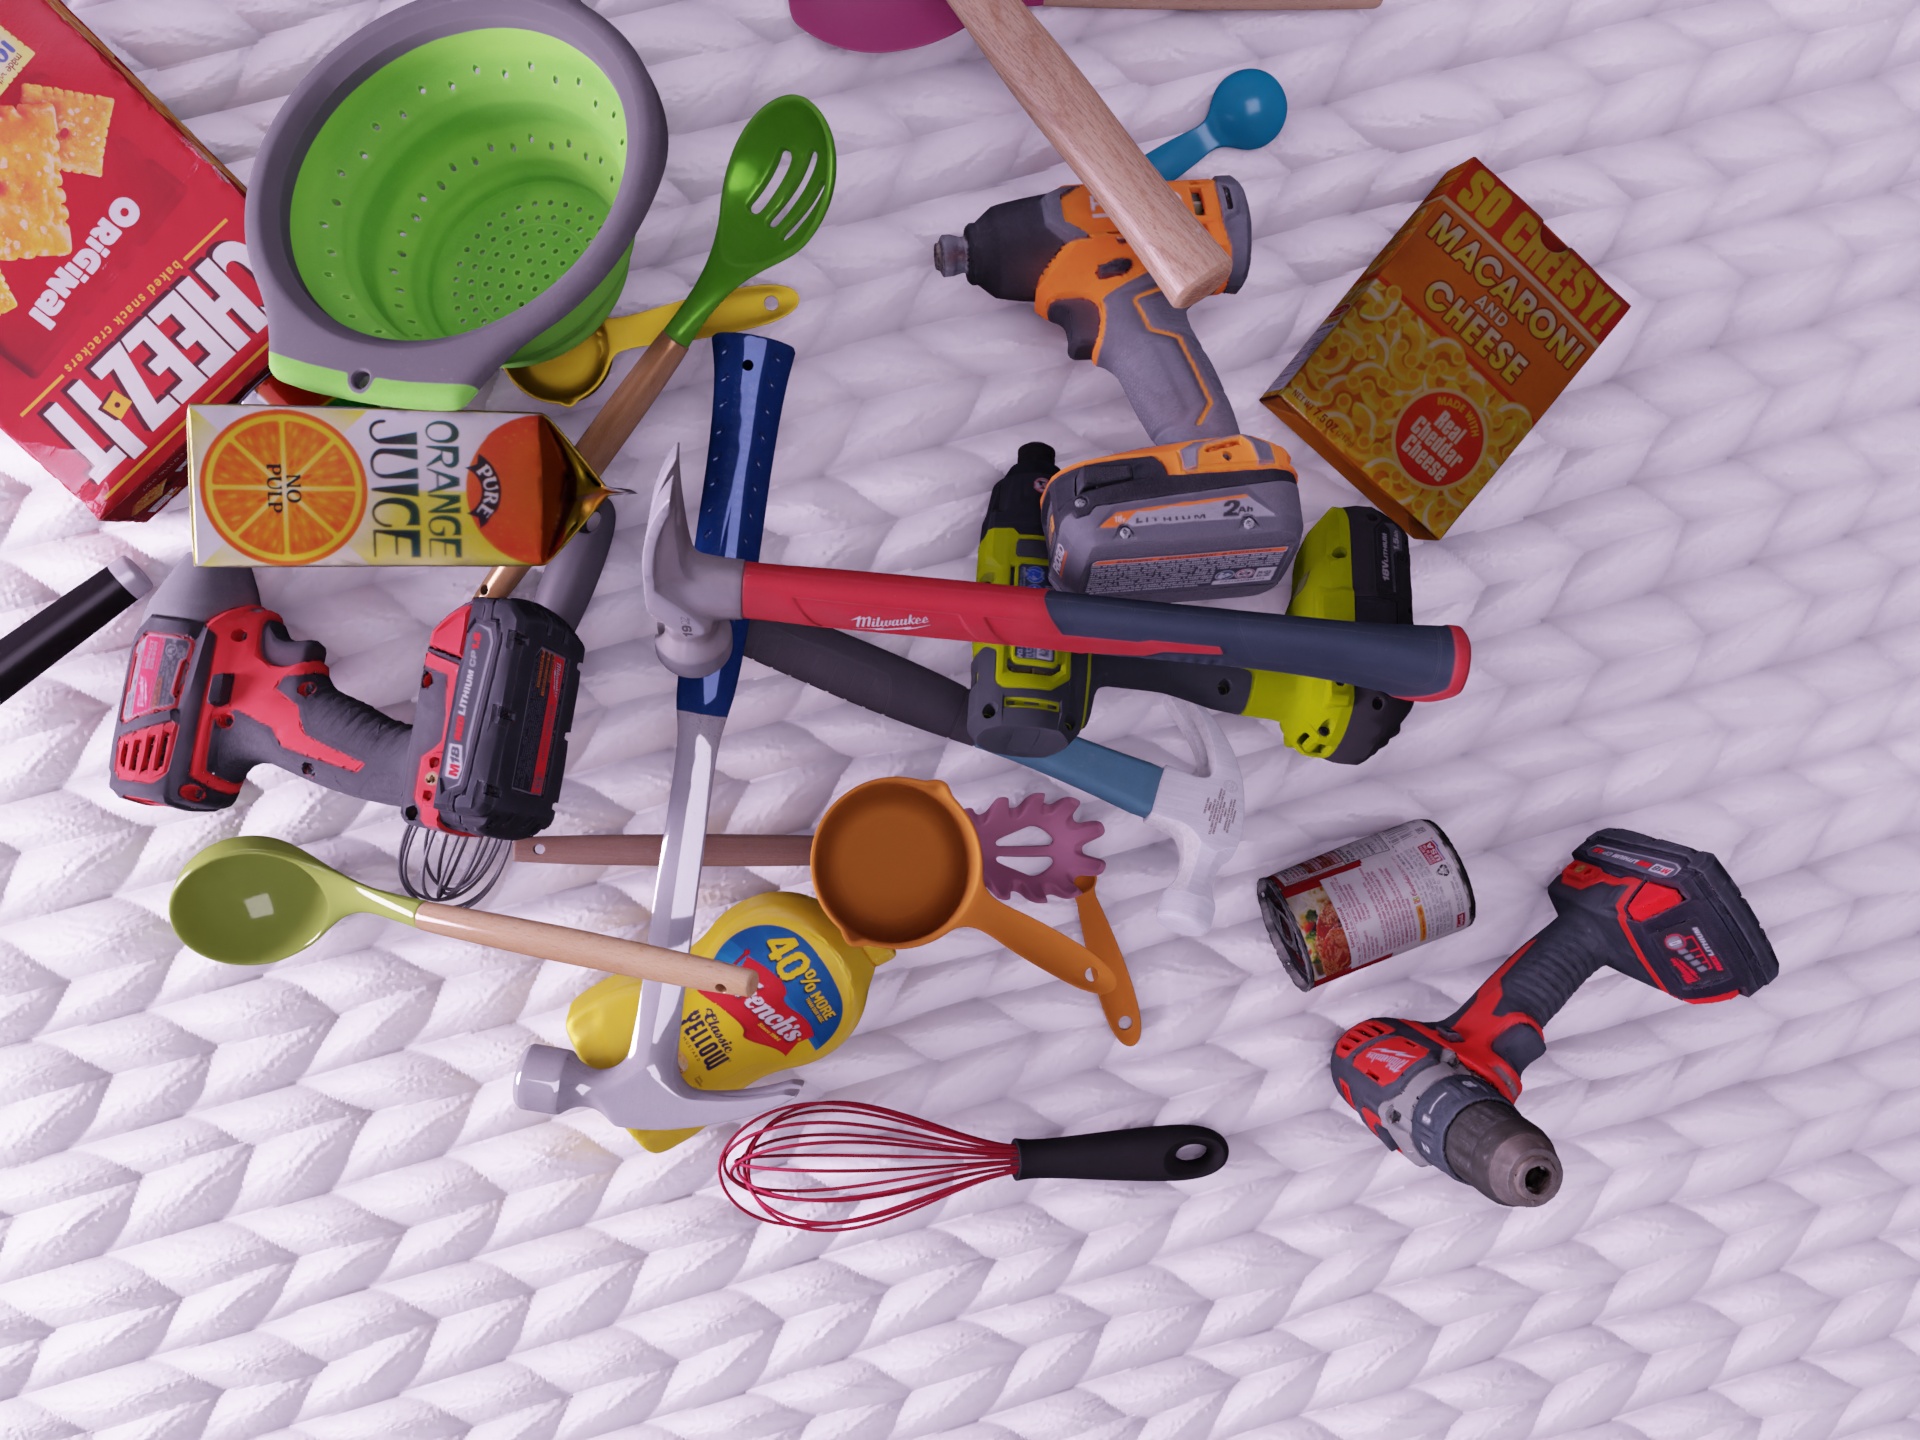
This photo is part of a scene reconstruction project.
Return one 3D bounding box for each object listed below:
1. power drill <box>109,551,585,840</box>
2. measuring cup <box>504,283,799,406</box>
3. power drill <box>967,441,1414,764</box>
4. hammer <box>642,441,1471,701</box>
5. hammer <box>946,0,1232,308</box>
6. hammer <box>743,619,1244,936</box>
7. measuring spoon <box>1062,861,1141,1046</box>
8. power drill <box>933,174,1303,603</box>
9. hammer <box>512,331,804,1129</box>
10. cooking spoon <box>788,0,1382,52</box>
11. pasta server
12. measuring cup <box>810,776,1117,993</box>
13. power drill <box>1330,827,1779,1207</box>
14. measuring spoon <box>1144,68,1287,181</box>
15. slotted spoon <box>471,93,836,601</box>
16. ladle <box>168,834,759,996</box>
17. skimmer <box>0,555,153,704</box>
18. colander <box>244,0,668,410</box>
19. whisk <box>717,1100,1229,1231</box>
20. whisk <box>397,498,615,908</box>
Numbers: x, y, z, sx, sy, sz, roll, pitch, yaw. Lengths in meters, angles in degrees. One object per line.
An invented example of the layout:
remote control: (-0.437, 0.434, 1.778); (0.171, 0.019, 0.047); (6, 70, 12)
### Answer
power drill: (-0.310, -0.017, 0.793); (0.219, 0.078, 0.143); (7, 82, 10)
measuring cup: (-0.162, -0.204, 0.834); (0.156, 0.029, 0.062); (-14, 98, -7)
power drill: (0.119, -0.061, 0.844); (0.223, 0.080, 0.171); (6, 69, -6)
hammer: (0.050, -0.054, 0.735); (0.386, 0.143, 0.038); (5, 60, -4)
hammer: (0.022, -0.339, 0.788); (0.130, 0.031, 0.331); (-35, 81, 0)
hammer: (-0.001, -0.003, 0.856); (0.331, 0.033, 0.128); (22, 67, -3)
measuring spoon: (0.082, 0.134, 0.913); (0.021, 0.011, 0.117); (-19, 102, -3)
power drill: (0.077, -0.174, 0.803); (0.164, 0.084, 0.227); (-5, 68, -5)
hammer: (-0.127, 0.008, 0.812); (0.144, 0.035, 0.405); (8, 90, 1)
cooking spoon: (0.069, -0.385, 0.841); (0.319, 0.017, 0.069); (-2, 91, -6)
pasta server: (-0.079, 0.070, 0.860); (0.316, 0.040, 0.060); (1, 81, -11)
measuring cup: (0.001, 0.096, 0.829); (0.173, 0.052, 0.095); (30, 79, -4)
power drill: (0.323, 0.163, 0.856); (0.226, 0.188, 0.080); (-36, 100, -5)
measuring spoon: (0.121, -0.306, 0.854); (0.128, 0.021, 0.042); (-34, 100, -1)
slotted spoon: (-0.159, -0.174, 0.803); (0.313, 0.031, 0.070); (-50, 65, 16)
ladle: (-0.251, 0.110, 0.788); (0.320, 0.062, 0.078); (8, 130, 19)
skimmer: (-0.565, 0.041, 0.817); (0.363, 0.090, 0.127); (-41, 92, -11)
colander: (-0.205, -0.315, 0.785); (0.204, 0.094, 0.397); (12, 76, 15)
whisk: (0.012, 0.248, 0.897); (0.295, 0.073, 0.073); (2, 97, -13)
whisk: (-0.236, -0.010, 0.842); (0.055, 0.055, 0.239); (23, 89, -9)
